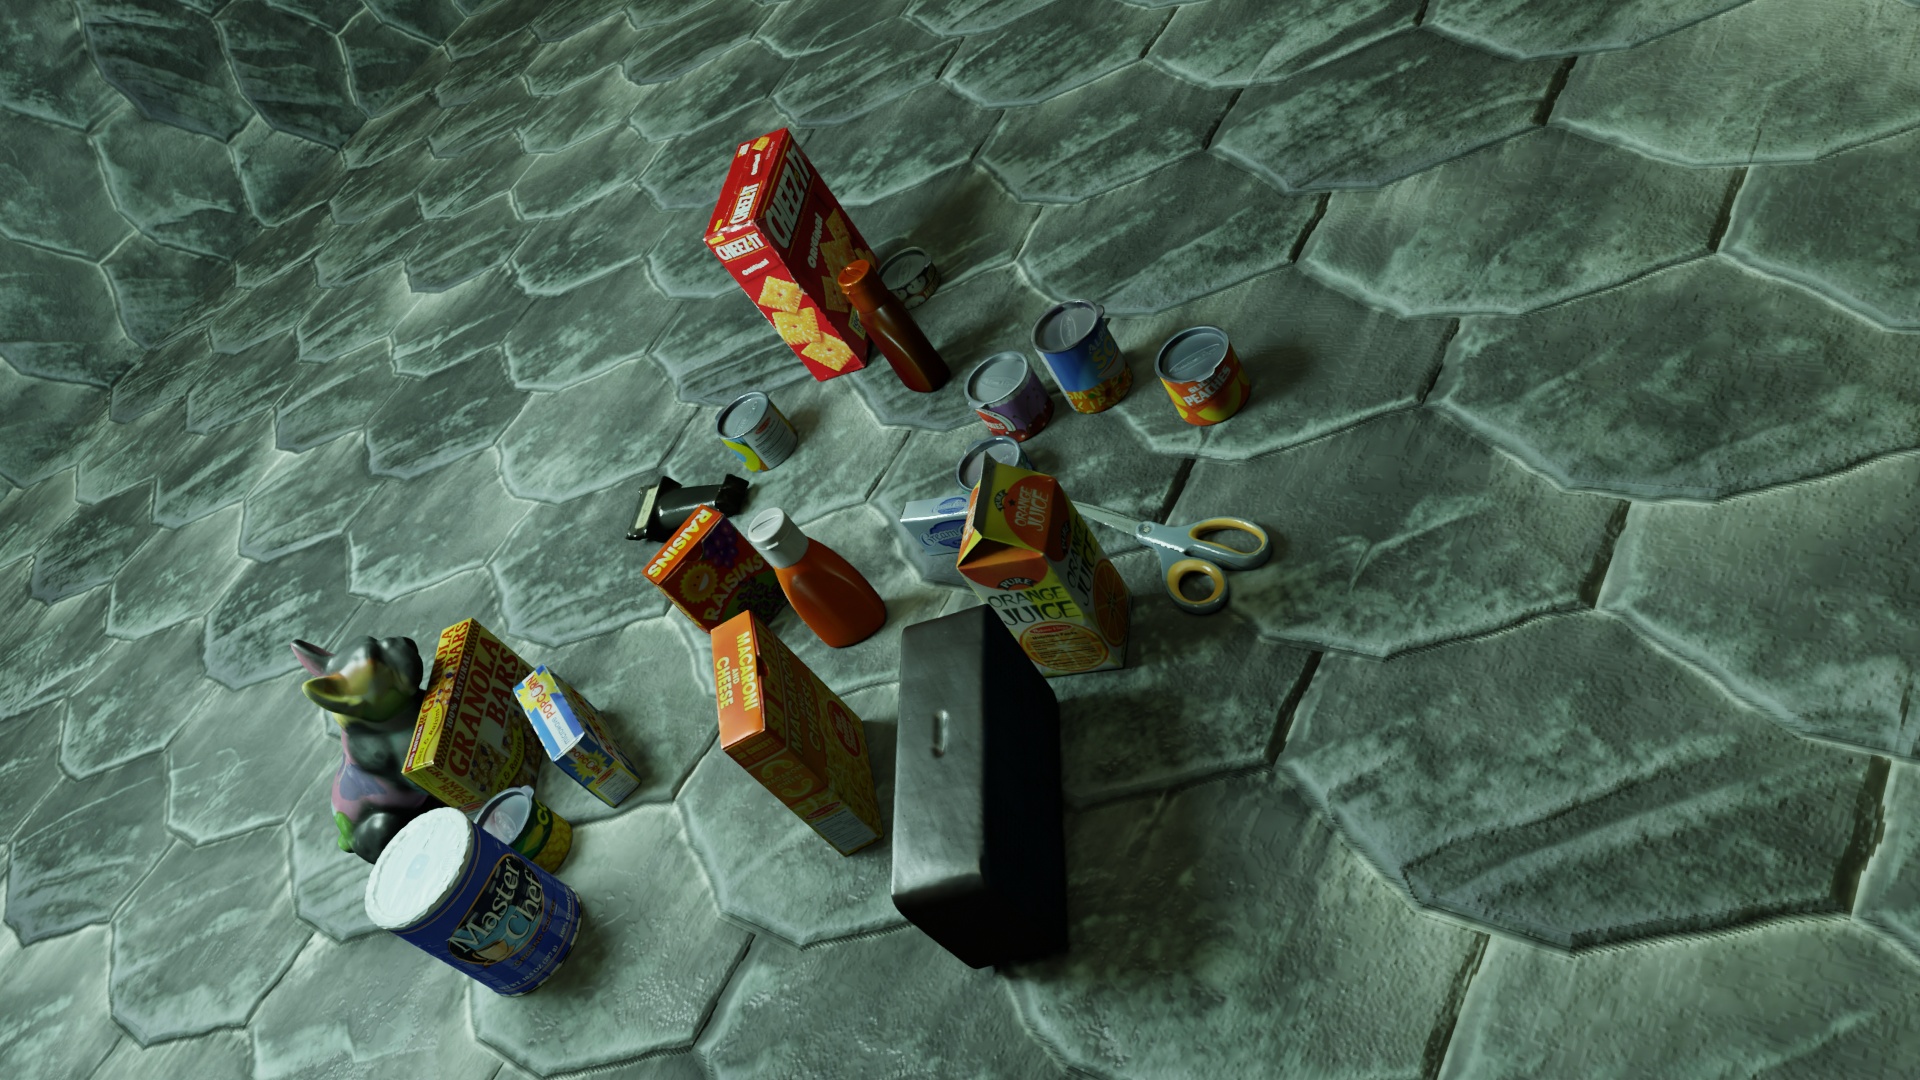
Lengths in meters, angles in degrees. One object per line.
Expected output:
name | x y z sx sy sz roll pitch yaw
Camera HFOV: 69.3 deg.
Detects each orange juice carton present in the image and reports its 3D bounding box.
orange juice carton | 0.057 0.019 1.036 0.073 0.192 0.072 -11 47 27

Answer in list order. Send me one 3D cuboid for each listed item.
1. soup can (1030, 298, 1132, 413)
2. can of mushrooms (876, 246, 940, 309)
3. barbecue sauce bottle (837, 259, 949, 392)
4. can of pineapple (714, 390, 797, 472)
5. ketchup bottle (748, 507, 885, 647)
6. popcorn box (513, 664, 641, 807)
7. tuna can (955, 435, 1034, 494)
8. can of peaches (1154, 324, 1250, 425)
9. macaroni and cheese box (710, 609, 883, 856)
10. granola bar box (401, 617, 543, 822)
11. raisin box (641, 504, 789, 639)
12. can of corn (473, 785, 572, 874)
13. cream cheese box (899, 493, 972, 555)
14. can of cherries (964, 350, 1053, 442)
soup can | 0.113 -0.166 1.252 0.071 0.083 0.072 -19 44 20
can of mushrooms | -0.056 -0.287 1.519 0.071 0.033 0.071 -19 44 20
barbecue sauce bottle | -0.068 -0.211 1.370 0.044 0.148 0.065 -48 42 -12
can of pineapple | -0.214 -0.114 1.451 0.071 0.057 0.071 -19 44 20
ketchup bottle | -0.125 0.031 1.185 0.064 0.148 0.044 -27 42 12
popcorn box | -0.346 0.176 1.254 0.038 0.085 0.127 -43 41 -7
tuna can | 0.030 -0.061 1.251 0.071 0.032 0.071 -19 44 20
can of peaches | 0.207 -0.139 1.181 0.071 0.058 0.071 -19 44 20
macaroni and cheese box | -0.124 0.147 1.063 0.040 0.166 0.124 -28 42 10
granola bar box | -0.445 0.174 1.294 0.039 0.124 0.166 -21 43 18
raisin box | -0.218 0.039 1.263 0.040 0.123 0.086 24 69 46
can of corn | -0.385 0.259 1.224 0.071 0.058 0.071 -19 44 20
cream cheese box | 0.004 -0.015 1.211 0.103 0.053 0.024 -7 49 30
can of cherries | 0.044 -0.131 1.287 0.071 0.058 0.072 -19 44 20
